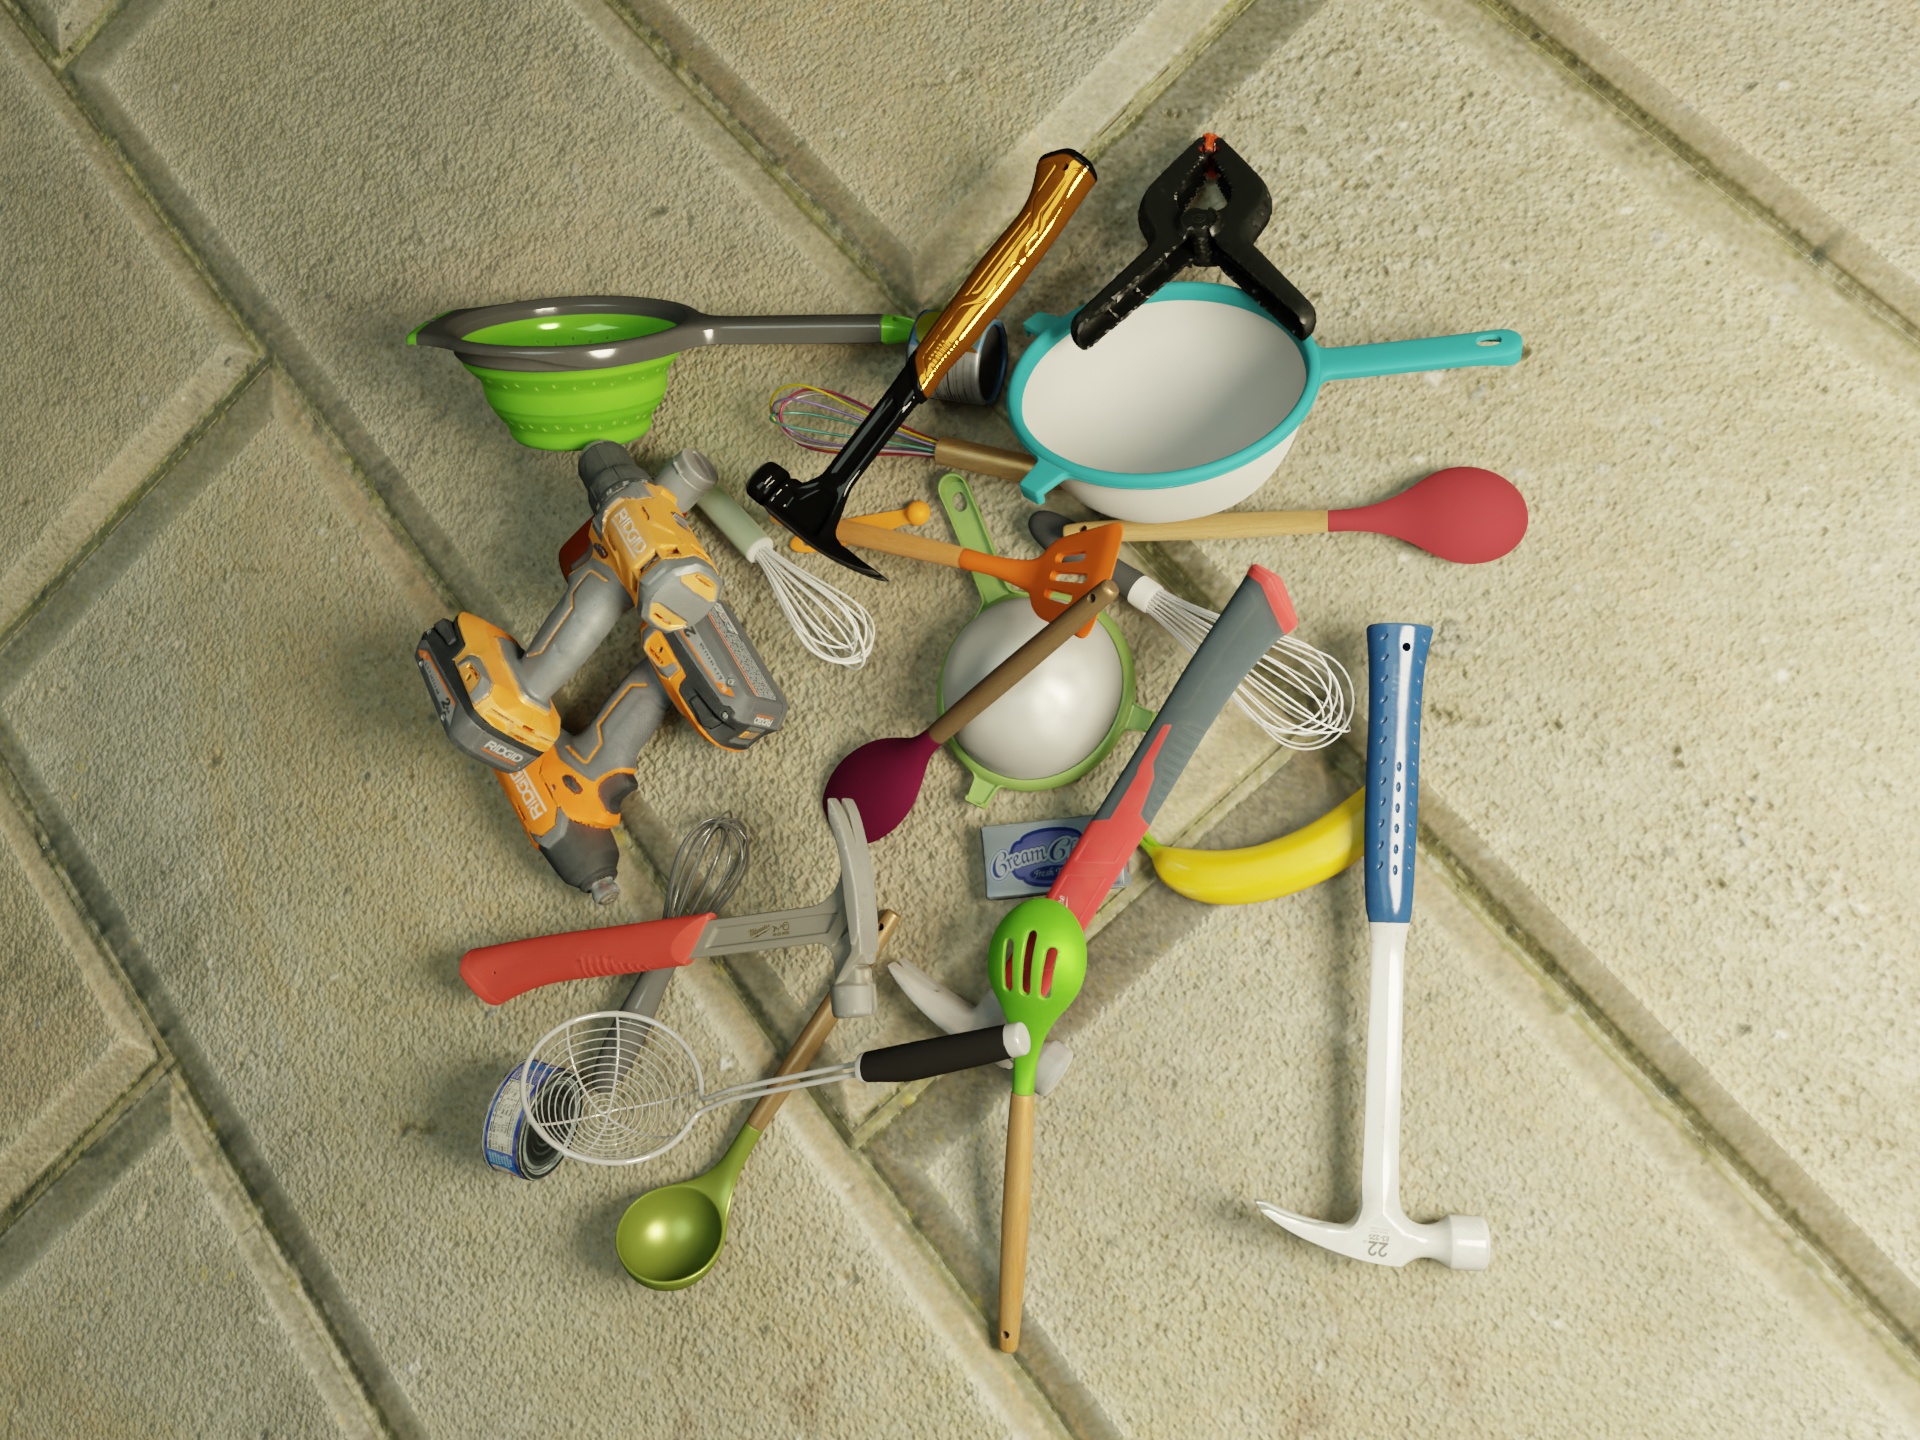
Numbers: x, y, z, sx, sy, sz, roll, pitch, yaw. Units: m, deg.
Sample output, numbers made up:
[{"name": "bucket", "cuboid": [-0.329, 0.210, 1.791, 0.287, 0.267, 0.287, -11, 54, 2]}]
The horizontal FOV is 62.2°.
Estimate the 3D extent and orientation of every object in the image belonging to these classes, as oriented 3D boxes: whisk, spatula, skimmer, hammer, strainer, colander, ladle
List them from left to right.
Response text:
[{"name": "hammer", "cuboid": [-0.221, 0.154, 1.158, 0.359, 0.036, 0.149, -10, 81, 27]}, {"name": "whisk", "cuboid": [-0.223, 0.176, 1.204, 0.055, 0.055, 0.239, 28, 95, 20]}, {"name": "colander", "cuboid": [-0.222, -0.269, 1.249, 0.397, 0.205, 0.094, 0, 116, 3]}, {"name": "ladle", "cuboid": [-0.141, 0.271, 1.153, 0.078, 0.062, 0.320, 33, 90, 27]}, {"name": "skimmer", "cuboid": [-0.133, 0.232, 1.091, 0.363, 0.090, 0.127, -16, 36, 23]}, {"name": "whisk", "cuboid": [-0.150, -0.126, 1.231, 0.058, 0.059, 0.246, -31, 64, -27]}, {"name": "whisk", "cuboid": [-0.036, -0.210, 1.190, 0.245, 0.051, 0.047, 16, 104, 17]}, {"name": "spatula", "cuboid": [-0.021, -0.124, 1.142, 0.323, 0.041, 0.081, 16, 86, 34]}, {"name": "hammer", "cuboid": [-0.009, -0.261, 1.137, 0.127, 0.034, 0.337, 38, 93, 20]}, {"name": "strainer", "cuboid": [0.027, -0.075, 1.145, 0.151, 0.069, 0.256, -25, 72, 13]}, {"name": "hammer", "cuboid": [0.096, 0.060, 1.075, 0.143, 0.038, 0.386, 34, 104, 16]}, {"name": "whisk", "cuboid": [0.155, -0.071, 1.115, 0.285, 0.070, 0.070, 38, 94, 25]}, {"name": "strainer", "cuboid": [0.206, -0.210, 1.093, 0.340, 0.095, 0.211, -5, 49, 9]}, {"name": "ladle", "cuboid": [0.227, -0.137, 1.097, 0.315, 0.031, 0.069, -1, 77, 14]}, {"name": "hammer", "cuboid": [0.268, 0.140, 1.019, 0.144, 0.035, 0.405, 3, 85, 4]}]

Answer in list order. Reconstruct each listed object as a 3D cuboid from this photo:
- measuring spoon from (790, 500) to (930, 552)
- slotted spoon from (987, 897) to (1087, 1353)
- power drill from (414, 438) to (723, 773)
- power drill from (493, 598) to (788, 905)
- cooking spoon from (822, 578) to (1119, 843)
[{"name": "measuring spoon", "cuboid": [-0.079, -0.149, 1.225, 0.117, 0.011, 0.021, -12, 77, 16]}, {"name": "slotted spoon", "cuboid": [0.042, 0.276, 1.072, 0.070, 0.031, 0.314, 6, 97, 24]}, {"name": "power drill", "cuboid": [-0.297, -0.093, 1.182, 0.226, 0.084, 0.186, -40, 55, 9]}, {"name": "power drill", "cuboid": [-0.246, 0.025, 1.218, 0.226, 0.084, 0.164, -37, 72, 14]}, {"name": "cooking spoon", "cuboid": [-0.002, -0.004, 1.103, 0.319, 0.017, 0.069, -40, 68, 36]}]
